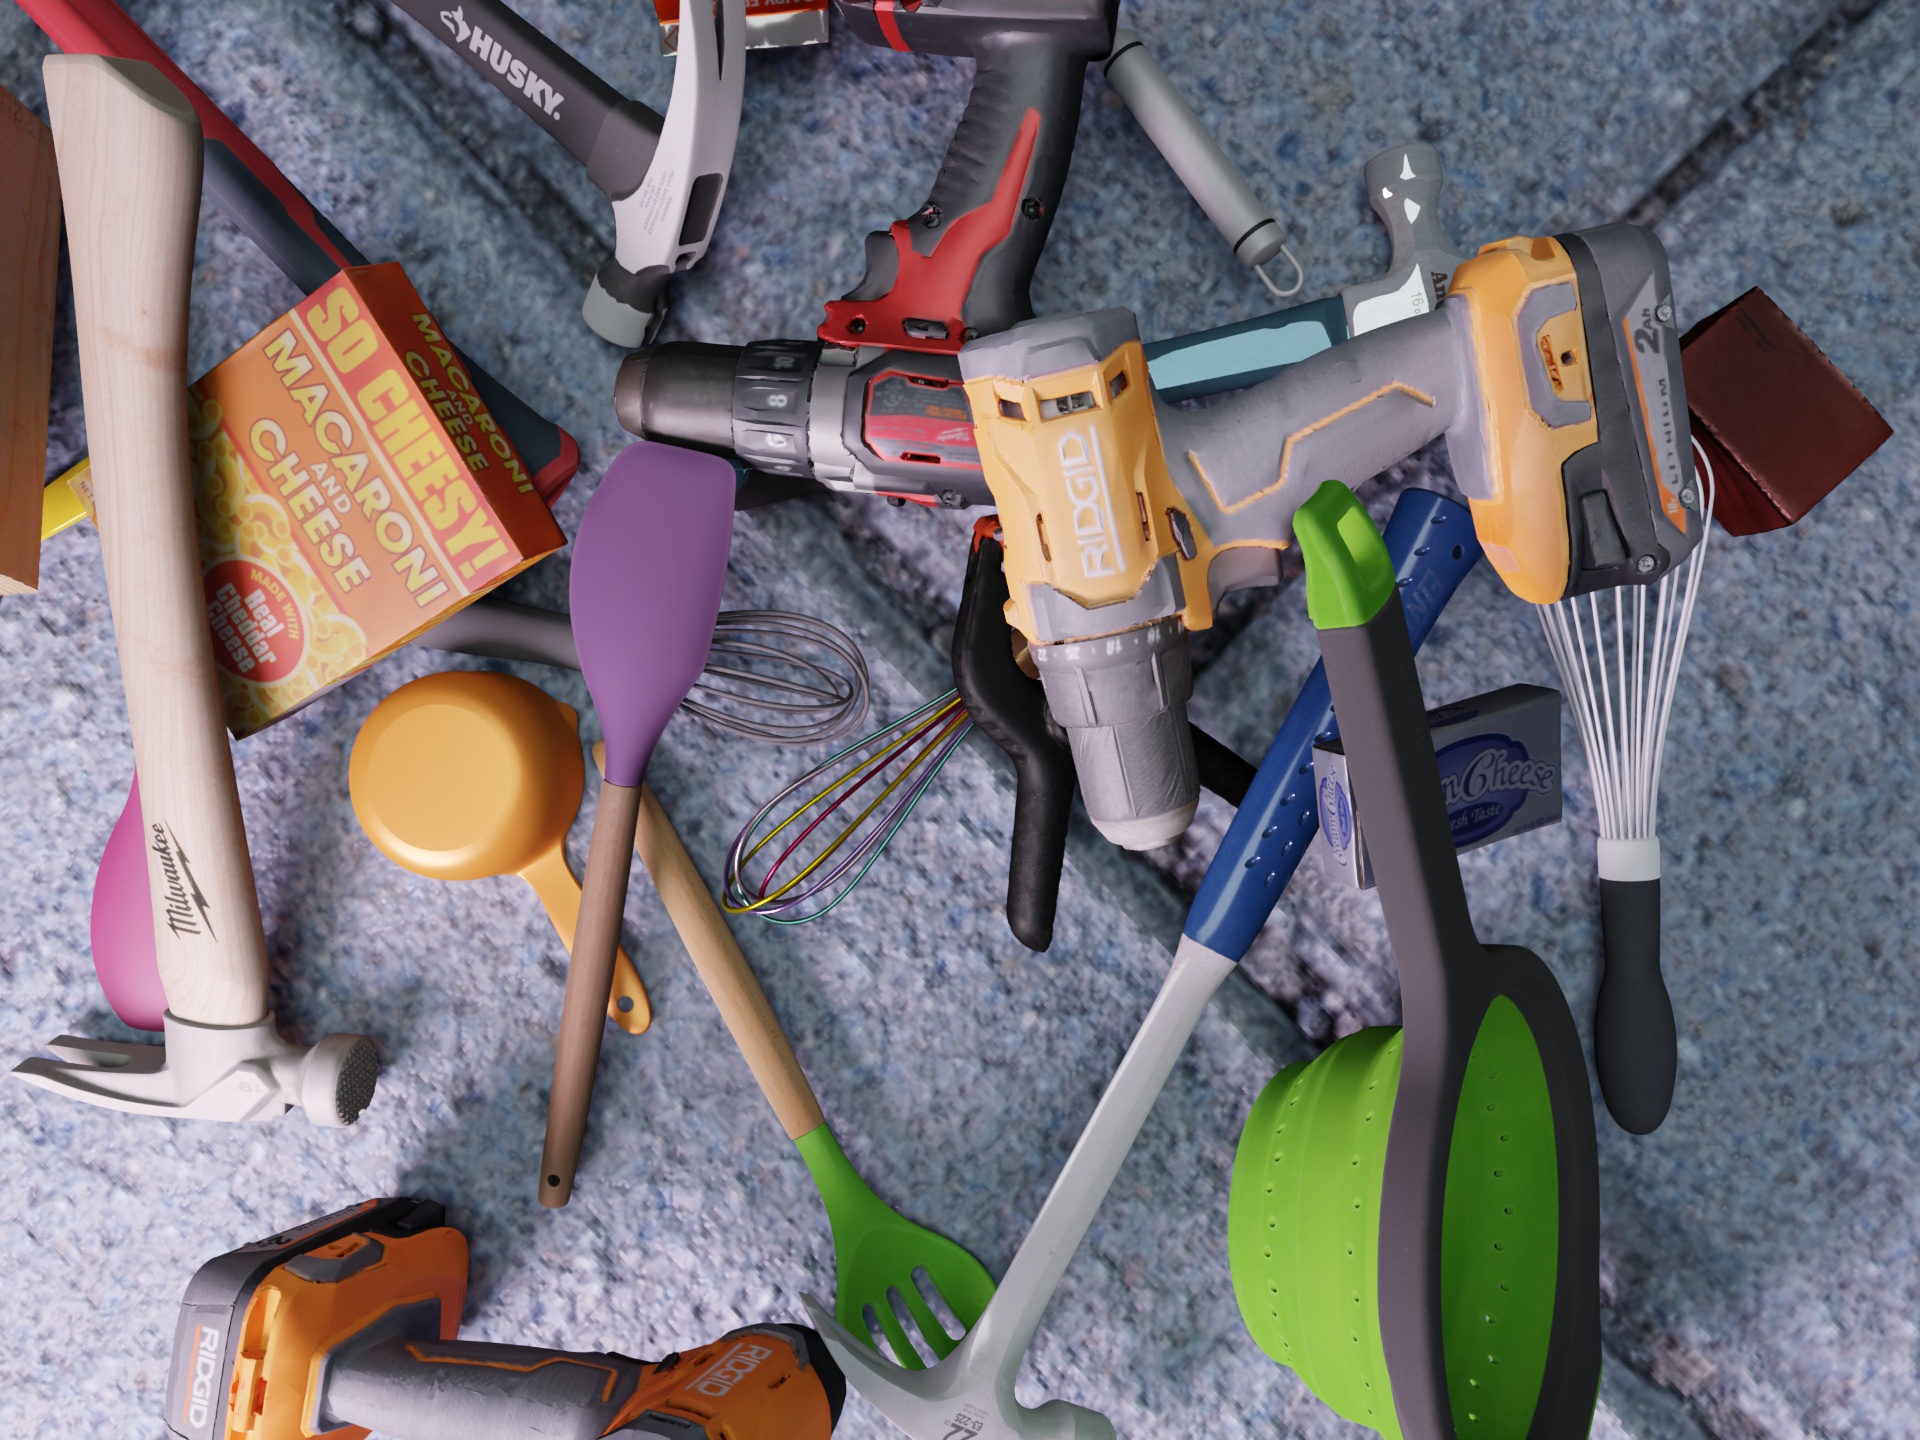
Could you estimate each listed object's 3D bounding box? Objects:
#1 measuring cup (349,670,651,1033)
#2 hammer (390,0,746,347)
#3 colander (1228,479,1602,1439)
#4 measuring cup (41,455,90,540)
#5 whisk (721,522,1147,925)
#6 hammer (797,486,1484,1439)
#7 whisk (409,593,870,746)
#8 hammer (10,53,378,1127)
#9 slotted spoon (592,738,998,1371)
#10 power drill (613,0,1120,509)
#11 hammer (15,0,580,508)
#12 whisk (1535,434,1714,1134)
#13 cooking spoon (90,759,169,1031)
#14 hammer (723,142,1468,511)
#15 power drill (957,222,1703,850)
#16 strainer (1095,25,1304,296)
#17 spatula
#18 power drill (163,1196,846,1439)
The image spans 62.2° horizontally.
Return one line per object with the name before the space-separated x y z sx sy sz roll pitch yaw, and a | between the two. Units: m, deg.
measuring cup | -0.182 0.057 0.650 0.095 0.052 0.173 -34 86 3
hammer | -0.223 -0.310 0.649 0.335 0.035 0.146 41 127 10
colander | 0.136 0.111 0.550 0.094 0.204 0.396 -3 116 35
measuring cup | -0.407 -0.087 0.683 0.156 0.029 0.062 -32 87 4
whisk | 0.000 -0.001 0.643 0.245 0.047 0.051 -40 85 0
hammer | 0.086 0.094 0.603 0.144 0.035 0.405 30 87 -24
whisk | -0.151 -0.032 0.654 0.239 0.055 0.055 11 90 9
hammer | -0.314 -0.033 0.609 0.146 0.038 0.410 4 107 6
slotted spoon | -0.072 0.144 0.651 0.070 0.031 0.314 -26 83 -29
power drill | -0.031 -0.195 0.594 0.188 0.080 0.226 7 98 6
hammer | -0.307 -0.222 0.636 0.386 0.143 0.038 45 121 0
whisk | 0.259 0.021 0.617 0.070 0.070 0.284 -4 93 4
cooking spoon | -0.345 -0.024 0.679 0.069 0.017 0.319 0 92 4
hammer | 0.042 -0.134 0.647 0.331 0.033 0.128 -12 87 4
power drill | 0.125 -0.063 0.545 0.226 0.084 0.185 -12 101 1
strainer | 0.057 -0.269 0.632 0.087 0.050 0.258 -35 80 9
spatula | -0.140 0.048 0.629 0.060 0.018 0.316 11 101 1
power drill | -0.158 0.250 0.606 0.226 0.164 0.084 8 90 17
